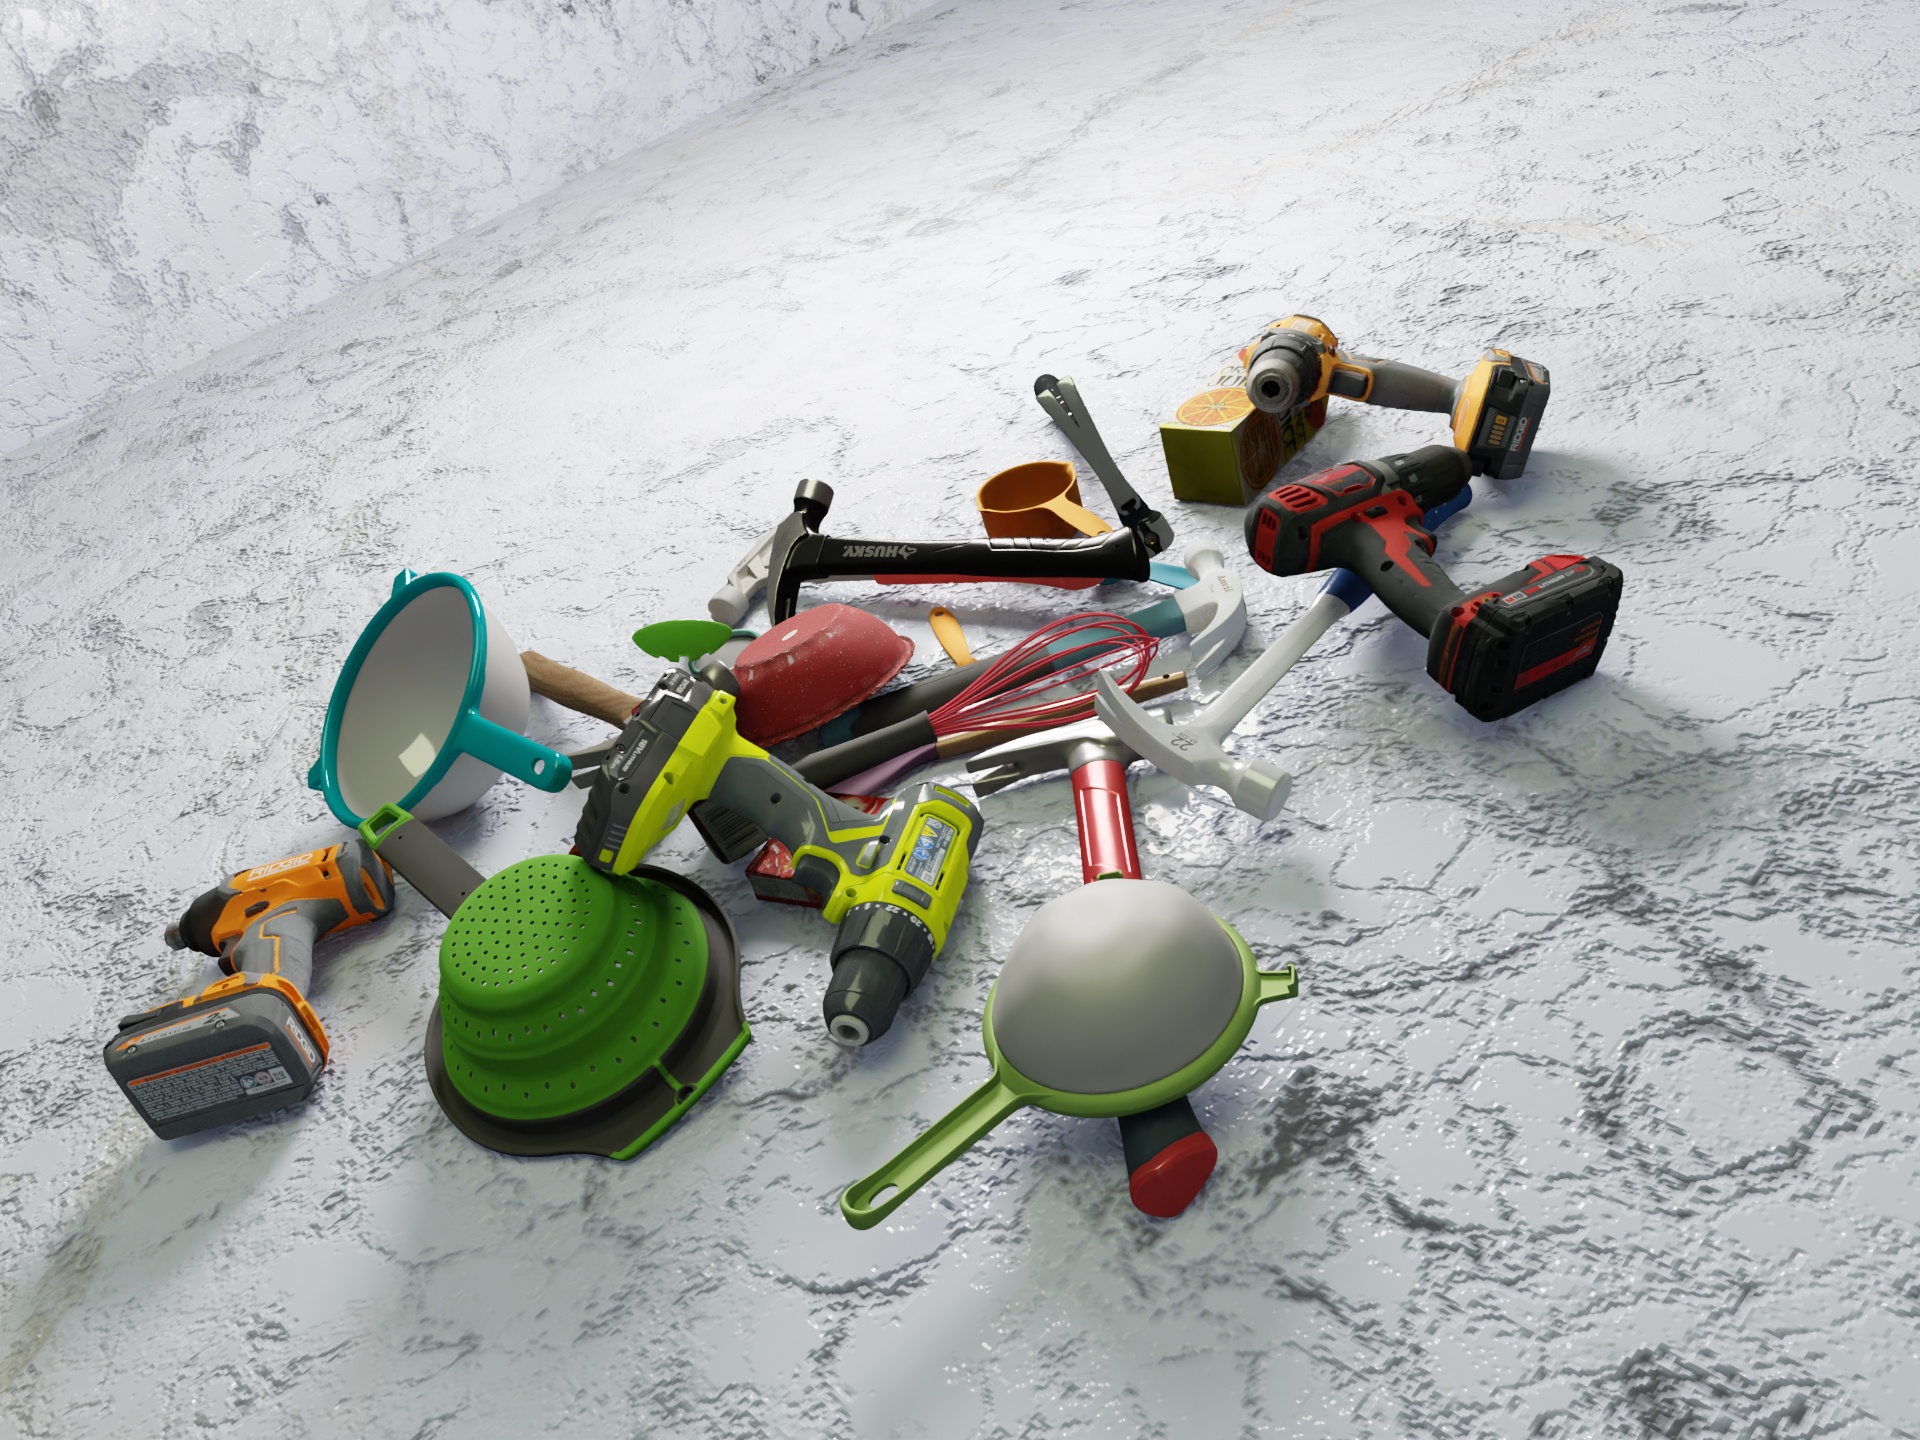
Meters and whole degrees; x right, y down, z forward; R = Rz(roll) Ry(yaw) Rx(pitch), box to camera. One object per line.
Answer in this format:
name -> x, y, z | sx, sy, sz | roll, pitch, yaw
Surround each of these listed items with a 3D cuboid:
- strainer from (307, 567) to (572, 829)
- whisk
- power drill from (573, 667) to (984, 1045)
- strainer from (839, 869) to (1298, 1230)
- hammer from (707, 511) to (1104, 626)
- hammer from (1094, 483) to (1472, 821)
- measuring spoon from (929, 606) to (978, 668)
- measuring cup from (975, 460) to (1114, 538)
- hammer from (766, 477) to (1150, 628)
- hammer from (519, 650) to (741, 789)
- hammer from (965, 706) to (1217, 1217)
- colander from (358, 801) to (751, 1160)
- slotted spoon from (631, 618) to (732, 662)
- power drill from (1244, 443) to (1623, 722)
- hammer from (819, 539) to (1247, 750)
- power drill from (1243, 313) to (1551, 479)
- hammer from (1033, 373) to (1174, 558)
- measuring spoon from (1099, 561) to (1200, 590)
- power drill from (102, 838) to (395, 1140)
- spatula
strainer -> -0.364, 0.010, 1.214 | 0.341, 0.095, 0.211 | 18, 84, 43
whisk -> -0.002, -0.003, 1.088 | 0.296, 0.073, 0.073 | -22, 33, 0
power drill -> -0.109, 0.081, 0.958 | 0.228, 0.080, 0.191 | 28, 41, -3
strainer -> 0.035, 0.155, 0.805 | 0.256, 0.069, 0.152 | -35, 35, -23
hammer -> -0.039, -0.134, 1.339 | 0.359, 0.036, 0.149 | 1, 38, 32
hammer -> 0.248, -0.078, 1.103 | 0.144, 0.035, 0.405 | 28, 47, 25
measuring spoon -> -0.007, -0.066, 1.263 | 0.021, 0.011, 0.117 | -21, 33, -4
measuring cup -> 0.082, -0.161, 1.325 | 0.095, 0.052, 0.174 | -29, 37, -16
hammer -> -0.008, -0.123, 1.249 | 0.335, 0.035, 0.146 | 4, 67, 29
hammer -> -0.296, -0.018, 1.260 | 0.130, 0.031, 0.331 | -41, 28, -20
hammer -> 0.078, 0.124, 0.925 | 0.143, 0.038, 0.387 | -14, 33, 8
colander -> -0.299, 0.119, 1.008 | 0.397, 0.094, 0.204 | 28, 62, 39
slotted spoon -> -0.211, -0.066, 1.235 | 0.070, 0.031, 0.314 | -5, 5, -7
power drill -> 0.327, -0.110, 1.062 | 0.188, 0.080, 0.227 | -22, 44, -25
hammer -> 0.053, -0.043, 1.177 | 0.331, 0.033, 0.128 | -19, 37, 2
power drill -> 0.328, -0.252, 1.222 | 0.226, 0.084, 0.185 | 18, 26, 12
hammer -> 0.098, -0.253, 1.370 | 0.036, 0.149, 0.409 | -33, 19, 8
measuring spoon -> 0.154, -0.111, 1.254 | 0.129, 0.021, 0.042 | 18, 58, 29
power drill -> -0.491, 0.175, 1.084 | 0.164, 0.084, 0.227 | -16, 29, 3
spatula -> 0.009, 0.015, 1.133 | 0.316, 0.018, 0.060 | -16, 38, 5
